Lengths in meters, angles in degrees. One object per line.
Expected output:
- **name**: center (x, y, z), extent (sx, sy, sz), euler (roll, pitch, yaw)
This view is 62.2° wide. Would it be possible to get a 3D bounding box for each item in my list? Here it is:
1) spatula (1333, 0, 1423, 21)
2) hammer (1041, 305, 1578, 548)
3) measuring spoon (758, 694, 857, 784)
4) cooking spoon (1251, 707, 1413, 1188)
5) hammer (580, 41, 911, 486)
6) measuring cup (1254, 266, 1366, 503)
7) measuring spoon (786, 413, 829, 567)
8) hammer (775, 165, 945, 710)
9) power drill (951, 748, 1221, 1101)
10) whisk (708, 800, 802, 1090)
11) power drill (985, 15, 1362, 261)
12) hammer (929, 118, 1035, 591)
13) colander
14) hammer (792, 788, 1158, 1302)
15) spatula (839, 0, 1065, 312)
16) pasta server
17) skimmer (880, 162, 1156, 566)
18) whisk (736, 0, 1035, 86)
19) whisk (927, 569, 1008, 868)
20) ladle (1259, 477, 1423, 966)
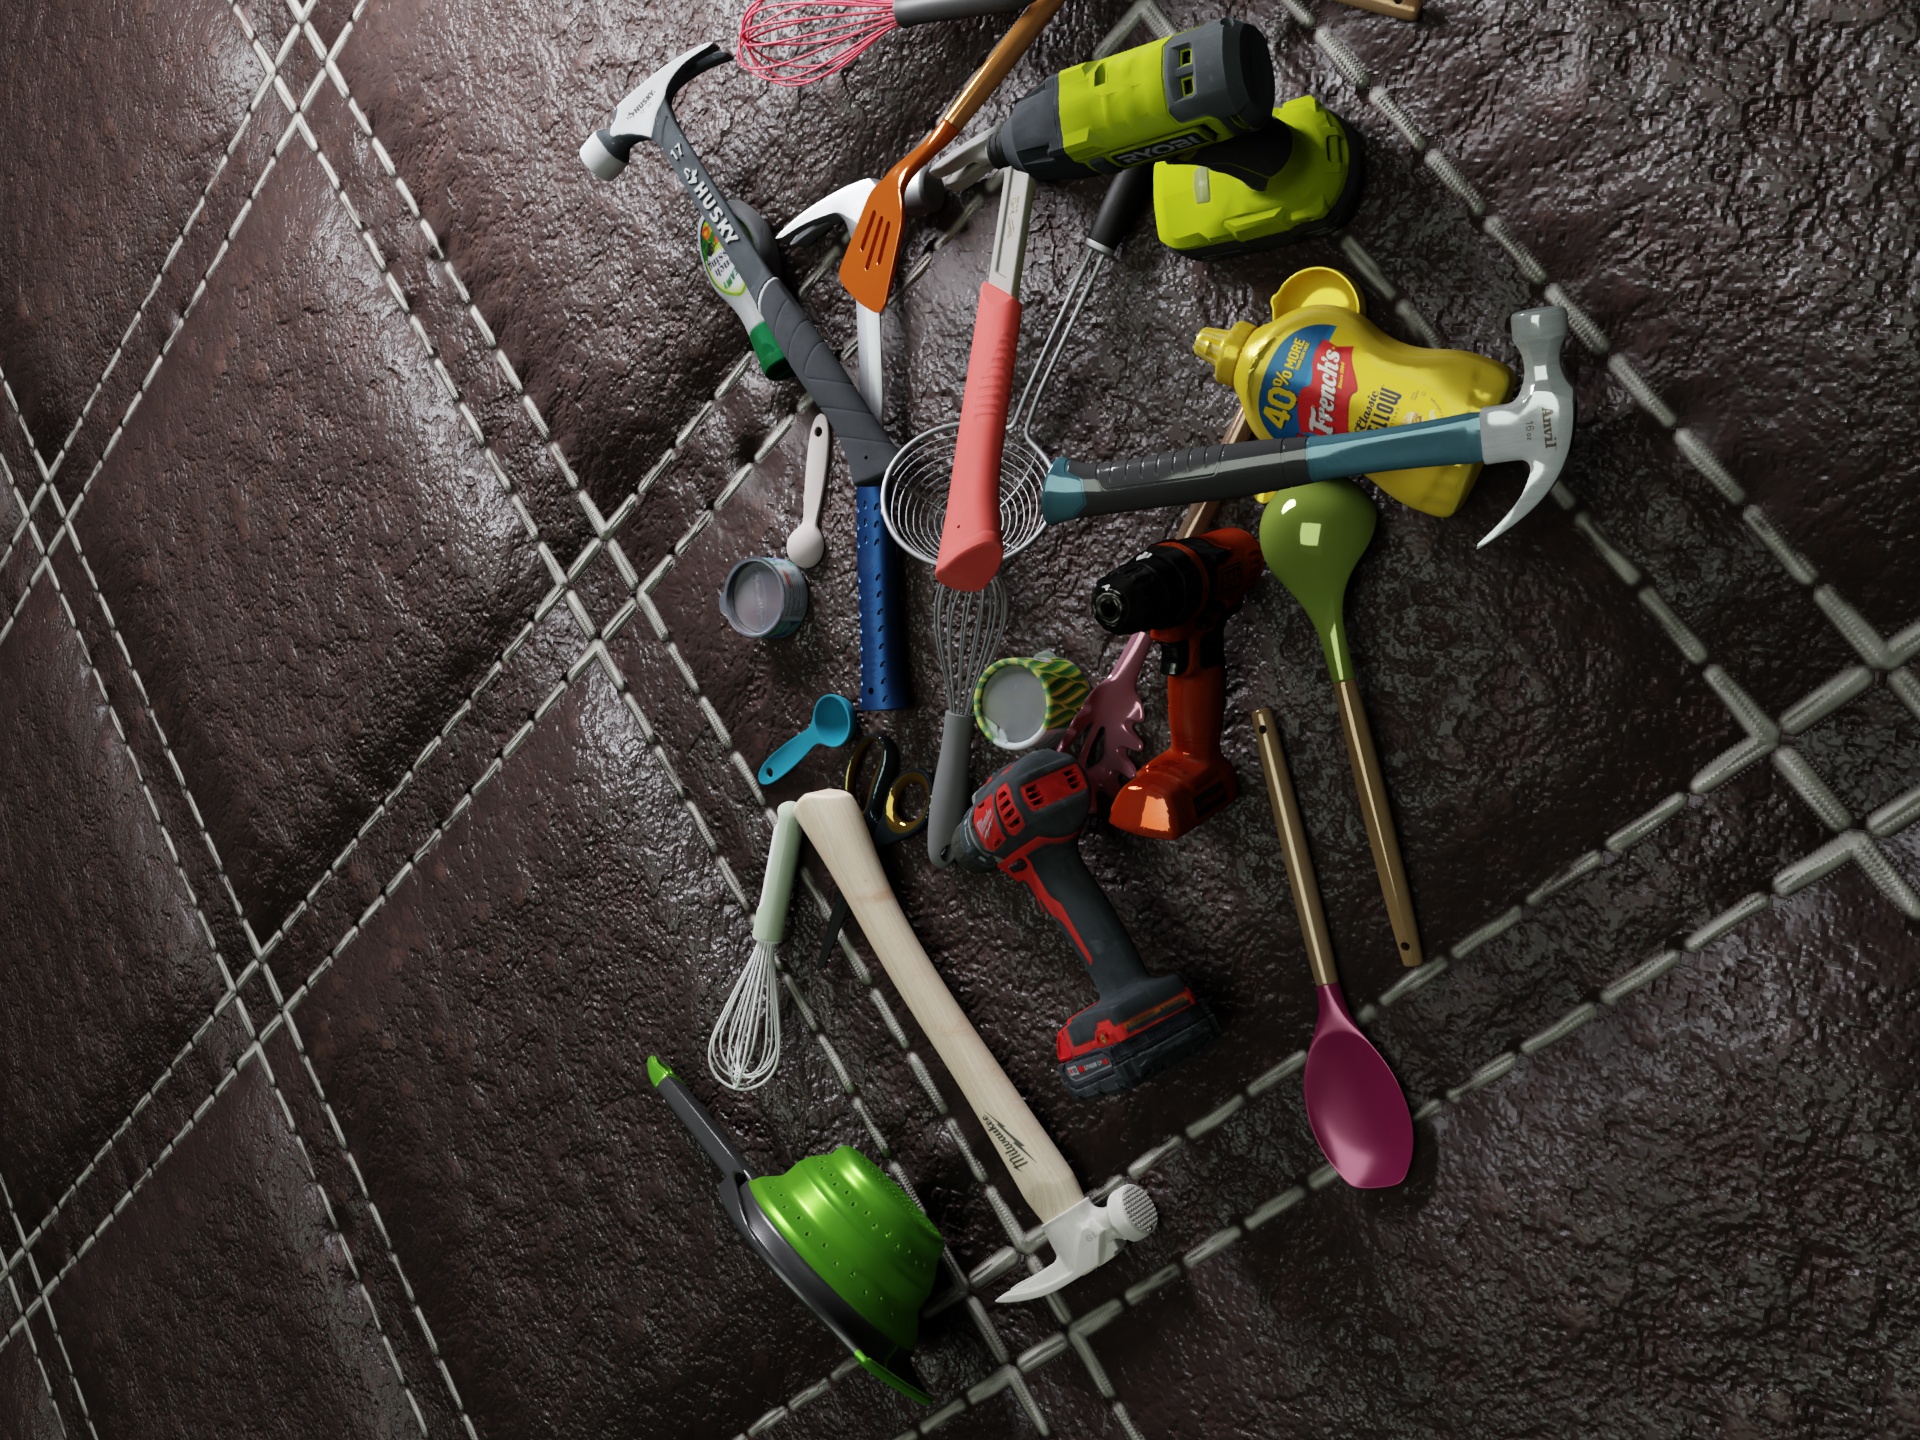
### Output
- **spatula**: center (0.158, -0.510, 1.052), extent (0.318, 0.044, 0.082), euler (29, 90, 20)
- **hammer**: center (0.199, -0.158, 0.963), extent (0.331, 0.033, 0.128), euler (-3, 104, 30)
- **measuring spoon**: center (-0.122, 0.019, 1.290), extent (0.128, 0.021, 0.042), euler (-37, 71, 40)
- **cooking spoon**: center (0.235, 0.147, 1.044), extent (0.069, 0.017, 0.319), euler (-16, 83, 33)
- **hammer**: center (-0.152, -0.346, 1.231), extent (0.149, 0.036, 0.409), euler (-39, 73, 22)
- **measuring cup**: center (0.222, -0.218, 1.039), extent (0.062, 0.029, 0.156), euler (25, 118, 24)
- **measuring spoon**: center (-0.122, -0.184, 1.276), extent (0.034, 0.018, 0.124), euler (12, 98, 34)
- **hammer**: center (-0.071, -0.210, 1.229), extent (0.144, 0.035, 0.405), euler (-1, 91, 34)
- **power drill**: center (0.069, 0.141, 1.098), extent (0.227, 0.080, 0.188), euler (64, 157, 9)
- **whisk**: center (-0.161, 0.186, 1.304), extent (0.059, 0.058, 0.246), euler (11, 95, -1)
- **power drill**: center (0.136, -0.346, 0.966), extent (0.171, 0.223, 0.080), euler (-4, 89, 35)
- **hammer**: center (0.017, -0.255, 1.078), extent (0.149, 0.036, 0.359), euler (-11, 63, 43)
- **colander**: center (-0.127, 0.357, 1.257), extent (0.094, 0.204, 0.397), euler (-46, 45, -9)
- **hammer**: center (-0.018, 0.233, 1.200), extent (0.146, 0.038, 0.411), euler (-42, 72, 30)
- **spatula**: center (0.015, -0.438, 1.133), extent (0.322, 0.041, 0.081), euler (-50, 43, 9)
- **pasta server**: center (0.141, -0.083, 1.088), extent (0.040, 0.060, 0.316), euler (-116, 48, -67)
- **skimmer**: center (0.061, -0.274, 1.101), extent (0.127, 0.090, 0.363), euler (32, 109, 18)
- **whisk**: center (-0.058, -0.522, 1.180), extent (0.296, 0.073, 0.073), euler (7, 96, 37)
- **whisk**: center (-0.002, -0.004, 1.186), extent (0.055, 0.055, 0.239), euler (14, 104, 33)
- **ladle**: center (0.256, -0.002, 1.017), extent (0.078, 0.062, 0.320), euler (-13, 91, 37)
